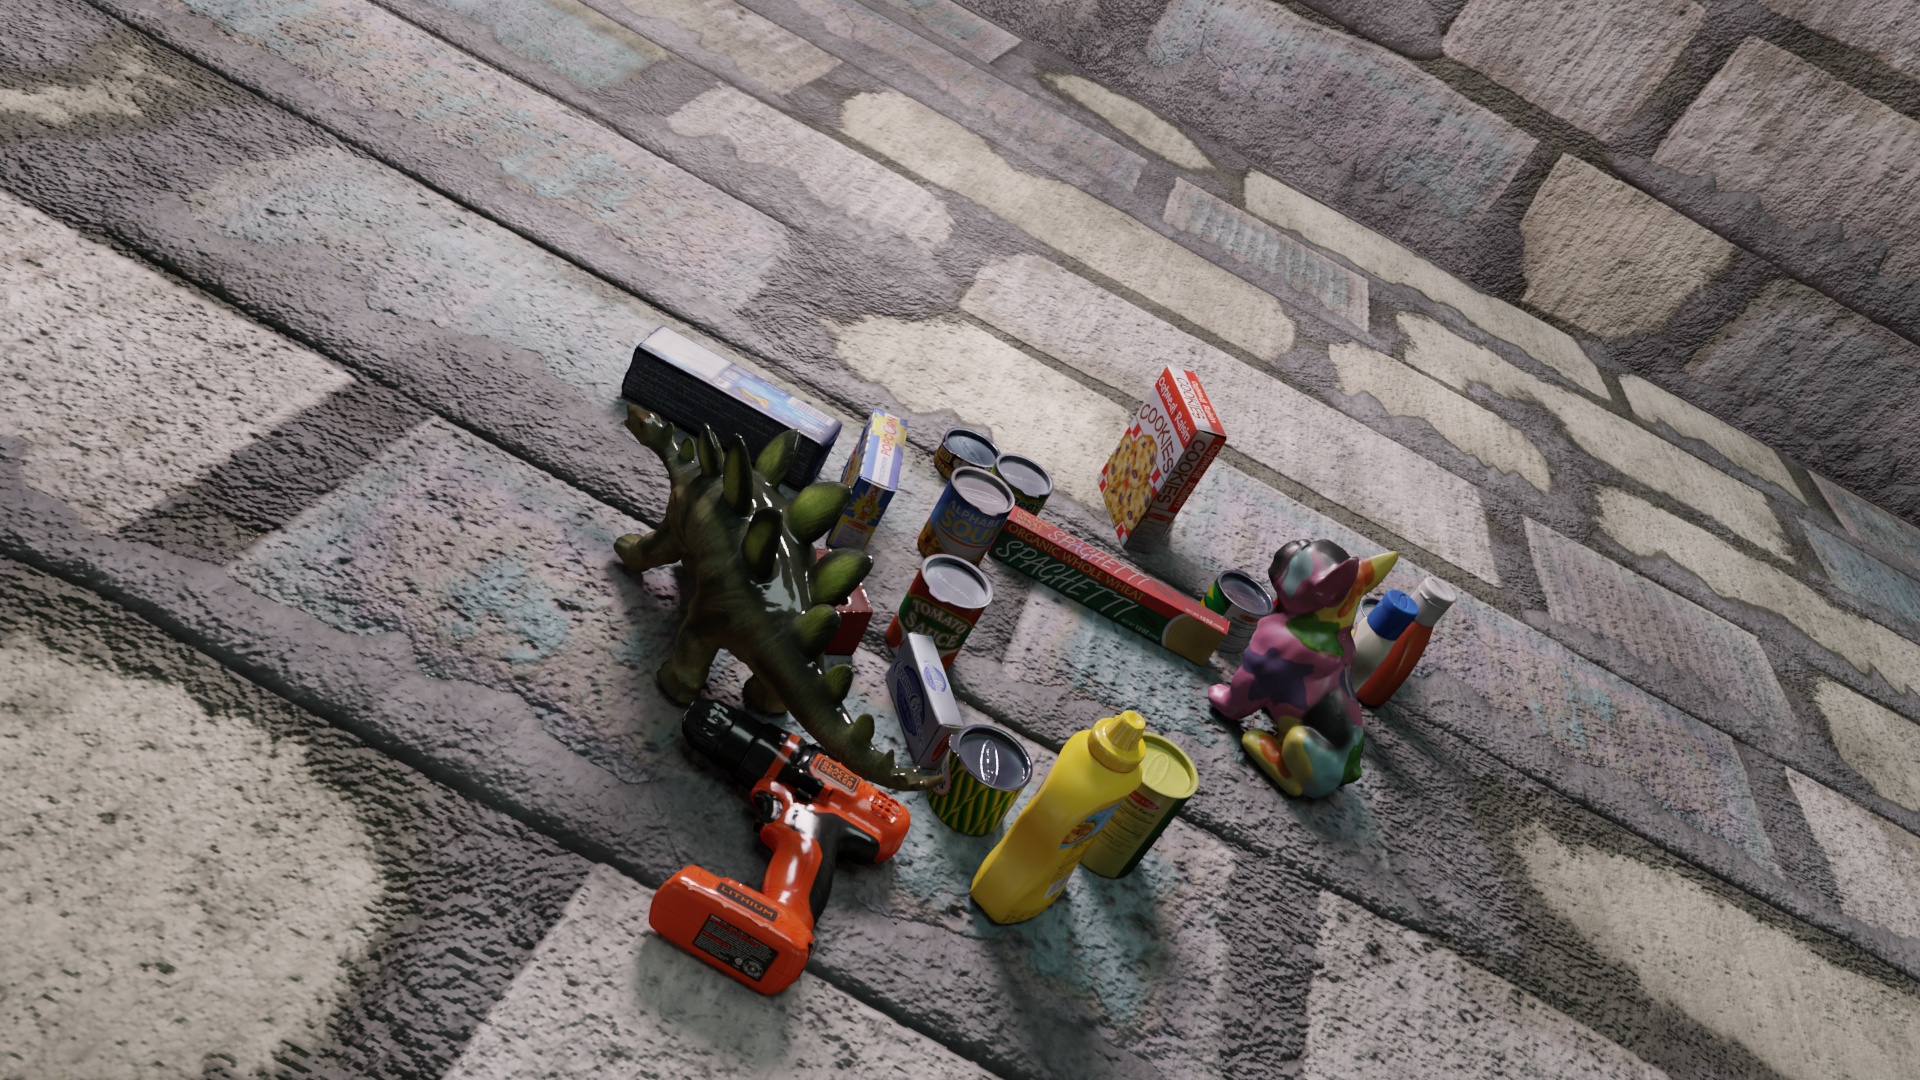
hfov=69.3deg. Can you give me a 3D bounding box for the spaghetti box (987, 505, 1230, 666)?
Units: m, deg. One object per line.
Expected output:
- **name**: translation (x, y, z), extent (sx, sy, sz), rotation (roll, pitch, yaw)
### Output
- **spaghetti box**: translation (0.146, 0.045, 1.382), extent (0.250, 0.050, 0.029), rotation (28, 33, -2)

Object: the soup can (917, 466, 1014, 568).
- **soup can**: translation (0.005, -0.017, 1.328), extent (0.071, 0.083, 0.072), rotation (20, 34, -14)

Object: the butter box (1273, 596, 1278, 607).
- **butter box**: translation (0.368, 0.087, 1.490), extent (0.104, 0.052, 0.024), rotation (5, 40, -33)

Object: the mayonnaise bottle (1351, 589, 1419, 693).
- **mayonnaise bottle**: translation (0.402, 0.112, 1.394), extent (0.041, 0.147, 0.065), rotation (32, 33, 4)

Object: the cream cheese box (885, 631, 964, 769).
- **cream cheese box**: translation (-0.030, 0.130, 1.132), extent (0.024, 0.053, 0.104), rotation (9, 38, -28)

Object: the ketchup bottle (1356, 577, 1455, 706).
- **ketchup bottle**: translation (0.456, 0.103, 1.447), extent (0.043, 0.148, 0.065), rotation (3, 41, -35)

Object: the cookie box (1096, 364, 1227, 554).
- **cookie box**: translation (0.216, -0.088, 1.506), extent (0.040, 0.166, 0.123), rotation (14, 36, -22)

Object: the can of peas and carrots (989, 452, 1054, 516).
- **can of peas and carrots**: translation (0.055, -0.046, 1.428), extent (0.071, 0.058, 0.071), rotation (20, 34, -14)

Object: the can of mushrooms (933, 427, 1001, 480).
- **can of mushrooms**: translation (0.005, -0.087, 1.469), extent (0.071, 0.033, 0.071), rotation (20, 34, -14)

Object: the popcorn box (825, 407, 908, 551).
- **popcorn box**: translation (-0.087, -0.056, 1.310), extent (0.038, 0.084, 0.127), rotation (22, 34, -11)

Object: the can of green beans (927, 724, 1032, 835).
- **can of green beans**: translation (0.015, 0.187, 1.085), extent (0.071, 0.057, 0.071), rotation (20, 34, -14)

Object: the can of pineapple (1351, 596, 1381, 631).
- **can of pineapple**: translation (0.453, 0.105, 1.526), extent (0.071, 0.057, 0.071), rotation (20, 34, -14)

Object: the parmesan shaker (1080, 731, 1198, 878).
- **parmesan shaker**: translation (0.133, 0.209, 1.103), extent (0.071, 0.102, 0.072), rotation (20, 34, -14)

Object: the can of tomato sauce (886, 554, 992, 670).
- **can of tomato sauce**: translation (-0.020, 0.065, 1.200), extent (0.071, 0.082, 0.071), rotation (20, 34, -14)

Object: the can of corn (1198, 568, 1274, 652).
- **can of corn**: translation (0.281, 0.072, 1.439), extent (0.071, 0.058, 0.071), rotation (20, 34, -14)
